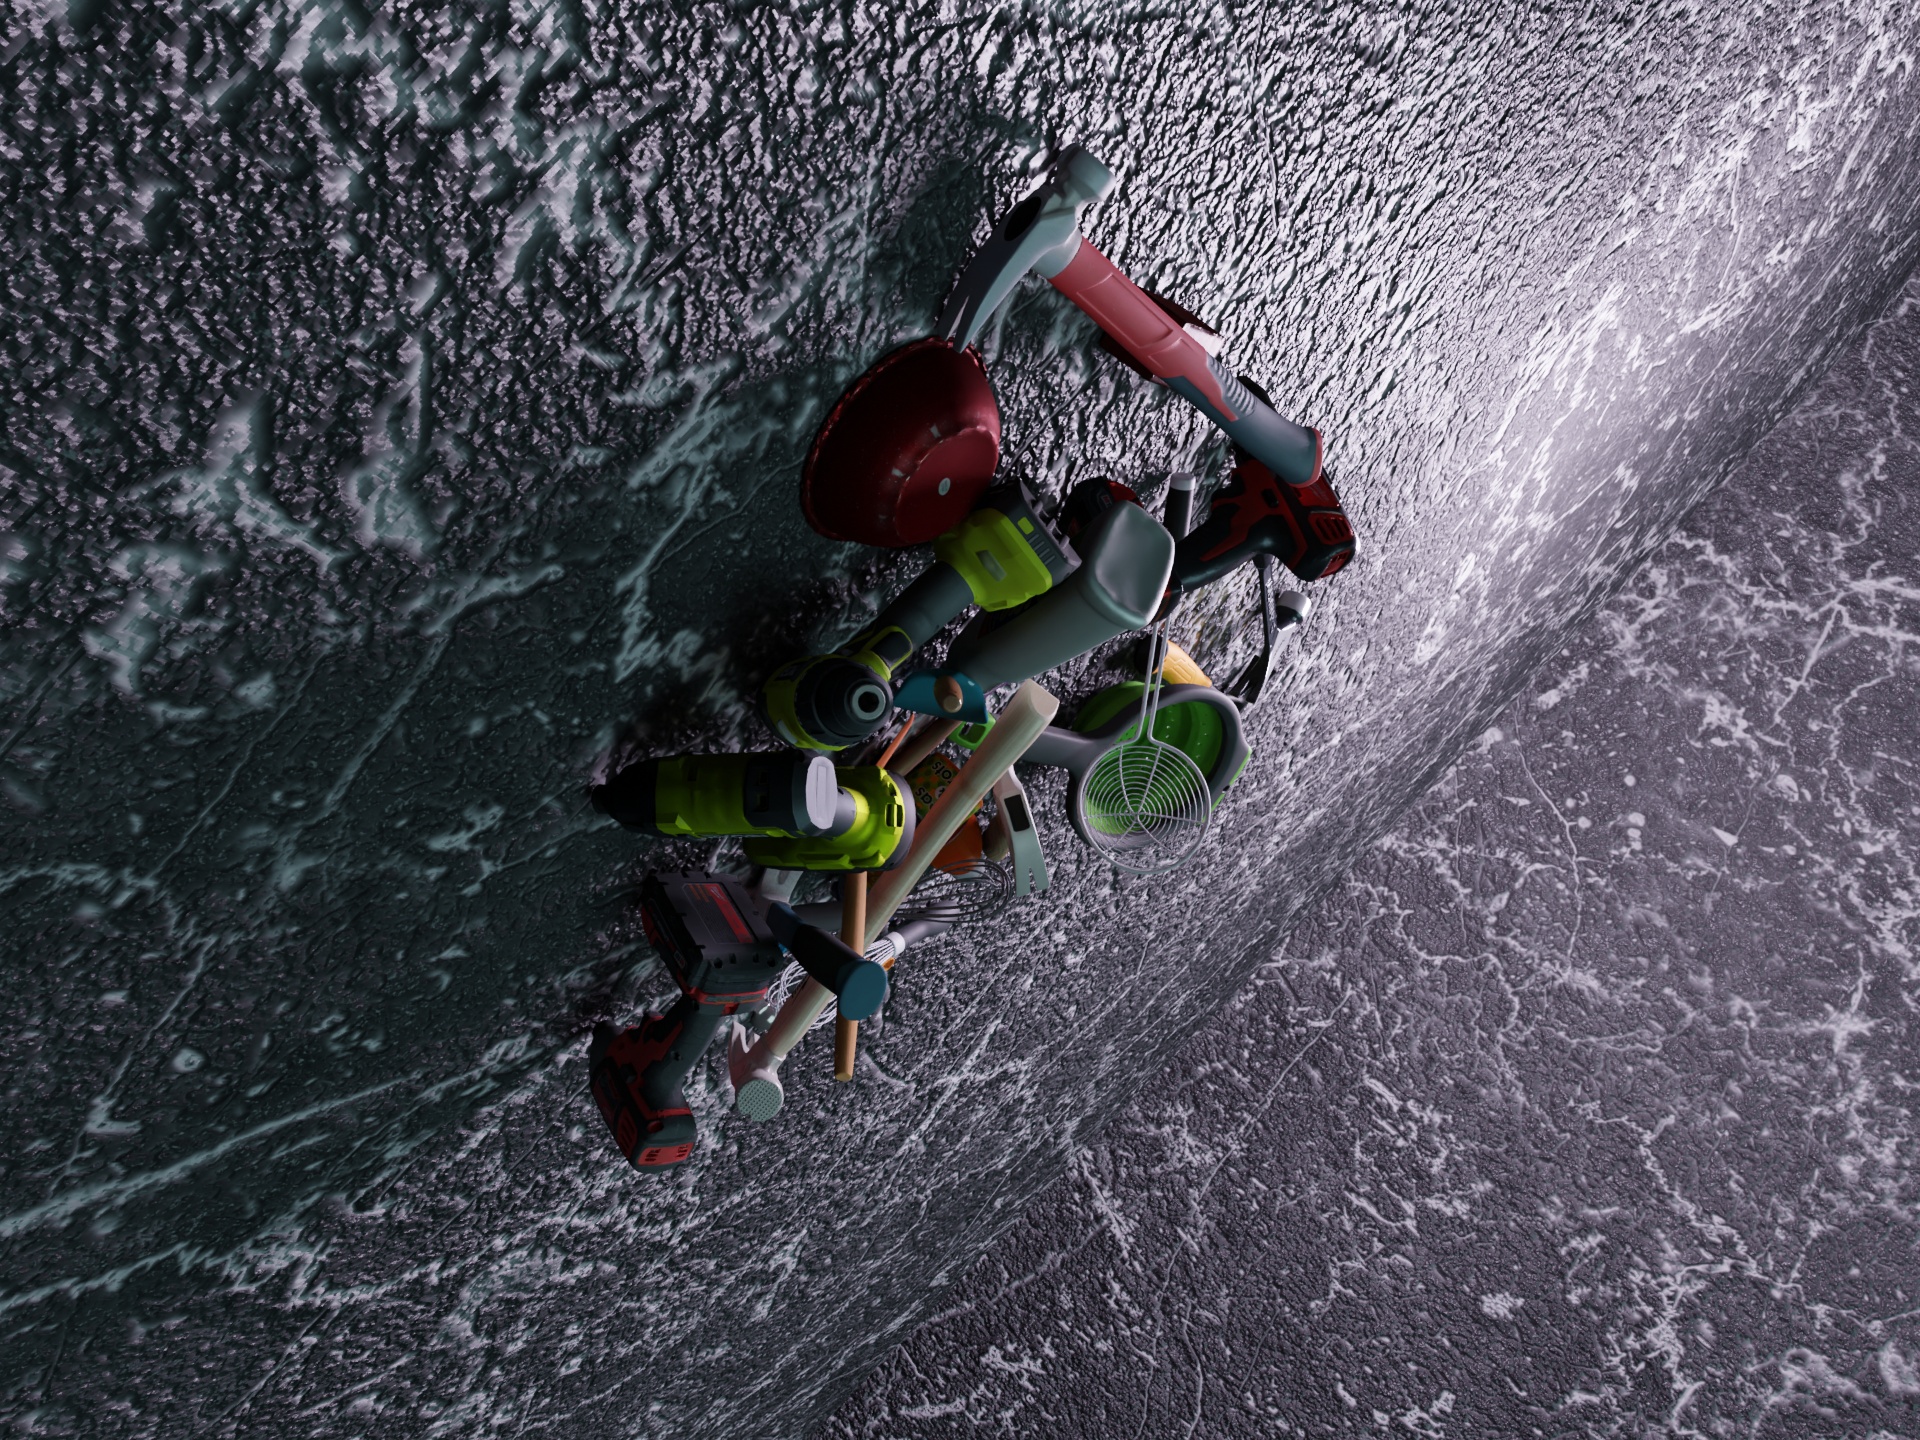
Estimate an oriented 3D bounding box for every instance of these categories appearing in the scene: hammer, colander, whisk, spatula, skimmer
[{"bbox_3d":[0.305,-0.155,1.615,0.149,0.036,0.408,-61,157,-16],"label":"hammer"},{"bbox_3d":[0.119,0.015,1.564,0.396,0.095,0.204,13,117,-43],"label":"colander"},{"bbox_3d":[-0.089,0.238,1.594,0.284,0.070,0.070,-23,147,-50],"label":"whisk"},{"bbox_3d":[0.144,-0.240,1.115,0.143,0.038,0.386,-50,140,13],"label":"hammer"},{"bbox_3d":[-0.073,0.132,1.239,0.041,0.323,0.081,16,138,-17],"label":"spatula"},{"bbox_3d":[0.260,-0.048,1.741,0.127,0.034,0.336,-49,156,8],"label":"hammer"},{"bbox_3d":[0.182,-0.038,1.439,0.127,0.090,0.363,3,115,-4],"label":"skimmer"},{"bbox_3d":[-0.059,0.135,1.308,0.410,0.038,0.146,-53,-164,3],"label":"hammer"},{"bbox_3d":[-0.002,-0.004,1.389,0.316,0.018,0.059,-42,132,-7],"label":"spatula"},{"bbox_3d":[0.041,0.105,1.485,0.031,0.130,0.331,-16,171,-4],"label":"hammer"},{"bbox_3d":[-0.073,0.160,1.377,0.239,0.055,0.055,-10,155,6],"label":"whisk"},{"bbox_3d":[-0.116,0.173,1.214,0.331,0.033,0.128,-171,-83,-71],"label":"hammer"},{"bbox_3d":[-0.011,-0.013,1.158,0.317,0.082,0.044,-106,-152,-86],"label":"spatula"}]

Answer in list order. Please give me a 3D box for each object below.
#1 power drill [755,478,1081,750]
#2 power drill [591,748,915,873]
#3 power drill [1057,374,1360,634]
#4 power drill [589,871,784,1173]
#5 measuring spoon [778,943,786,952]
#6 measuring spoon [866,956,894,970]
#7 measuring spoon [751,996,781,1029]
[{"bbox_3d":[-0.030,-0.064,1.090,0.228,0.080,0.190,-42,-167,-15],"label":"power drill"},{"bbox_3d":[-0.140,0.062,1.133,0.223,0.171,0.080,24,66,-67],"label":"power drill"},{"bbox_3d":[0.195,-0.180,1.298,0.226,0.188,0.080,-19,162,-16],"label":"power drill"},{"bbox_3d":[-0.230,0.231,1.251,0.078,0.143,0.219,5,121,-40],"label":"power drill"},{"bbox_3d":[-0.151,0.189,1.464,0.128,0.021,0.042,-31,152,-52],"label":"measuring spoon"},{"bbox_3d":[-0.104,0.251,1.642,0.021,0.011,0.116,-54,152,13],"label":"measuring spoon"},{"bbox_3d":[-0.192,0.271,1.513,0.034,0.018,0.124,-41,155,-12],"label":"measuring spoon"}]
